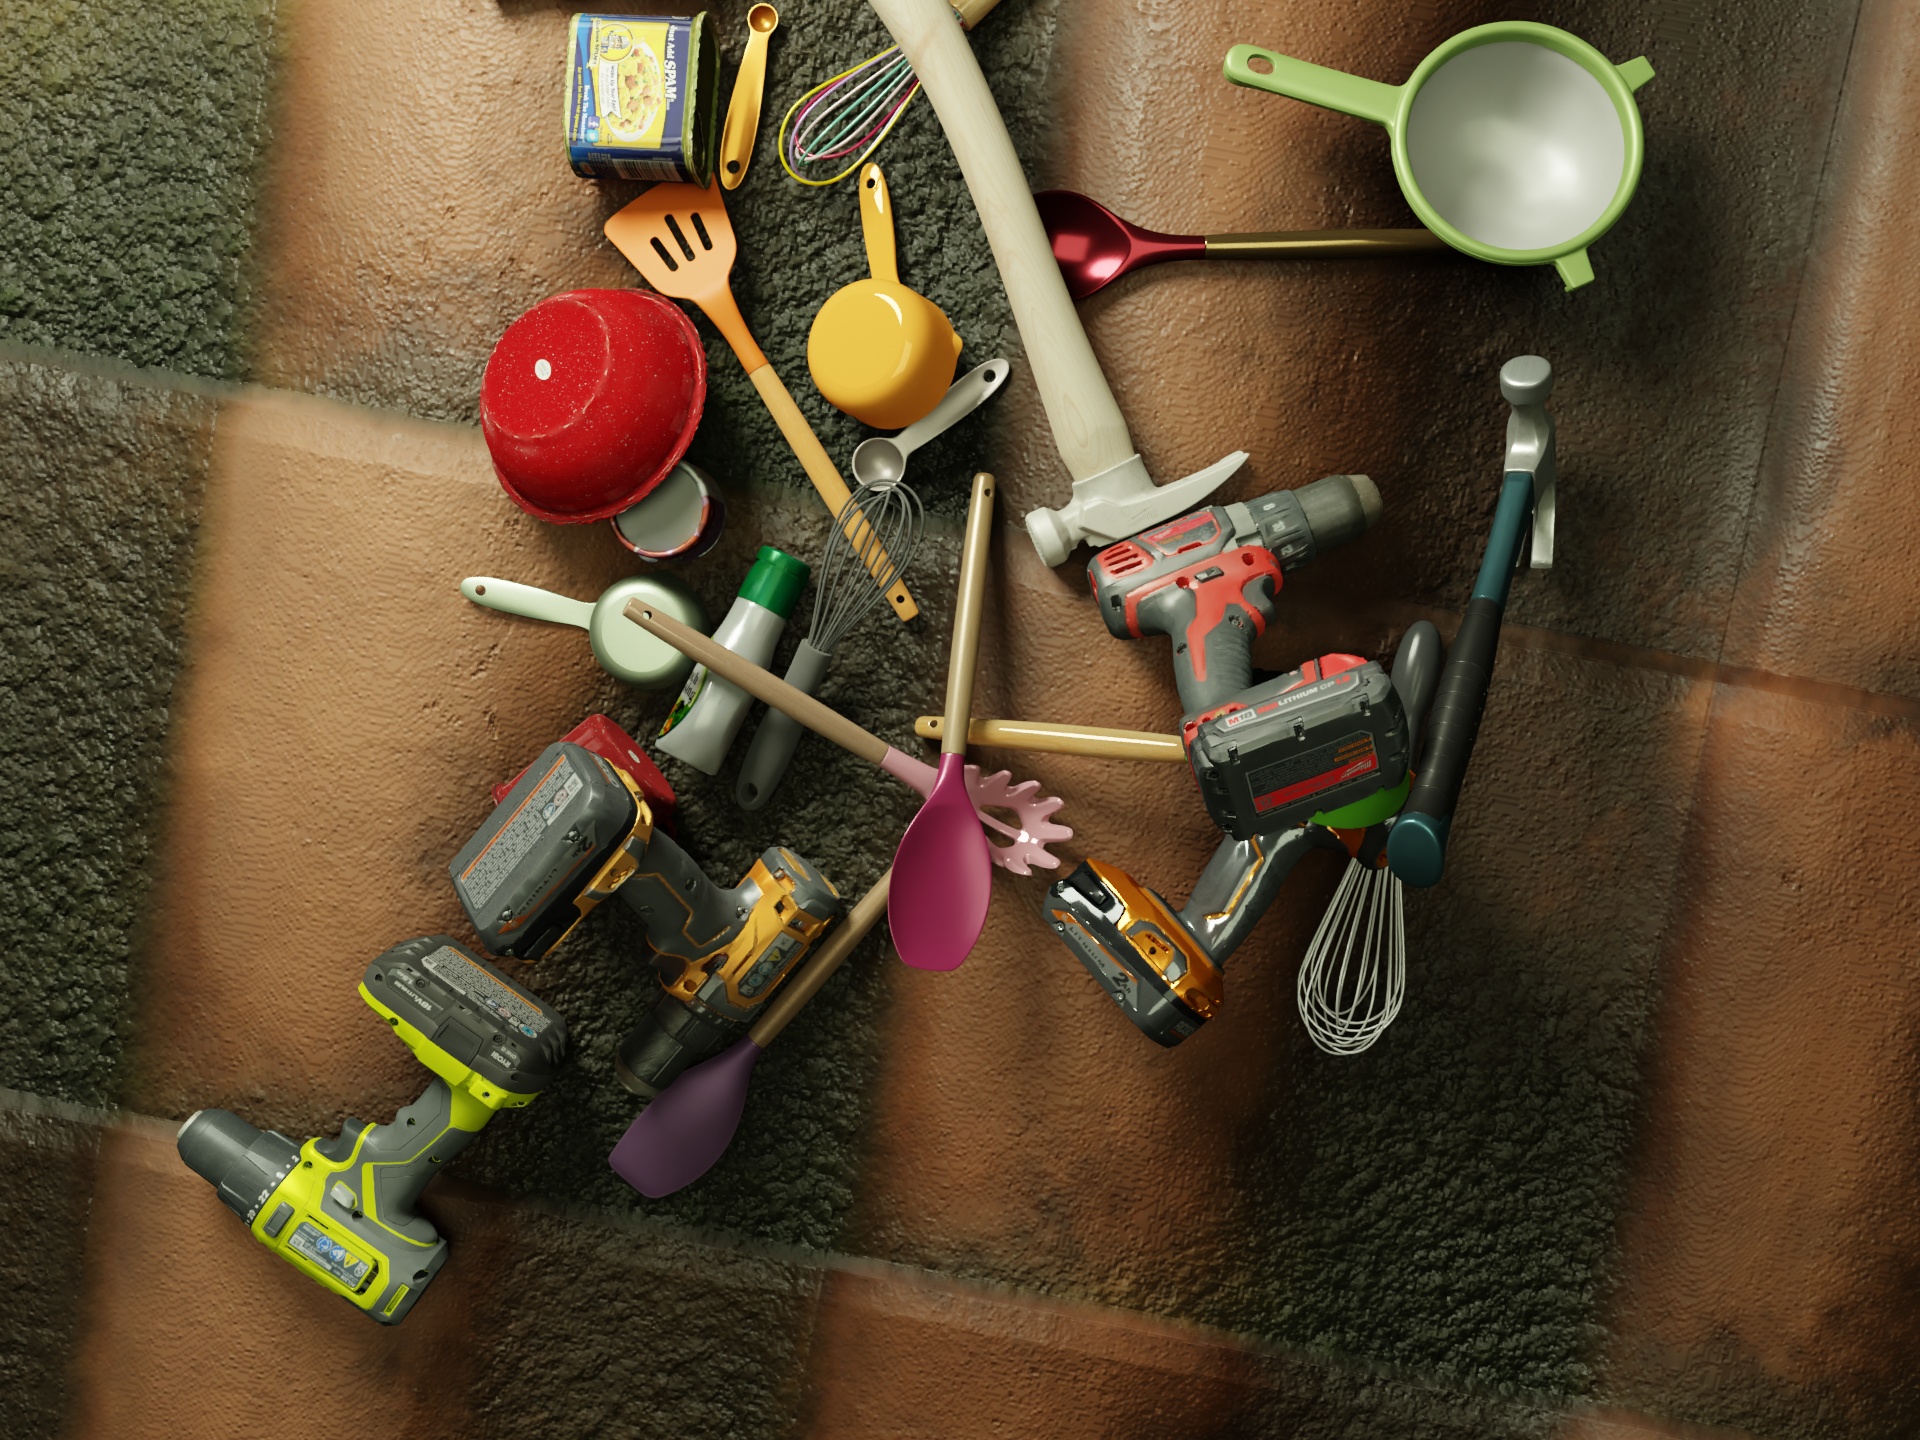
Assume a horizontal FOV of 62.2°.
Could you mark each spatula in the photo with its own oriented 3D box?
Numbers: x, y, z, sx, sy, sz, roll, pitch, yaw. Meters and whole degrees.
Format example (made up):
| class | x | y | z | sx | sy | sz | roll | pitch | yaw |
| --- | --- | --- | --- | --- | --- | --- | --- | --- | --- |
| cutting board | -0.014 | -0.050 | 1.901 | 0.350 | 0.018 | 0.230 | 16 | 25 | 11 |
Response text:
| class | x | y | z | sx | sy | sz | roll | pitch | yaw |
| --- | --- | --- | --- | --- | --- | --- | --- | --- | --- |
| spatula | -0.116 | -0.205 | 1.027 | 0.081 | 0.041 | 0.322 | -31 | 97 | 2 |
| spatula | -0.117 | 0.195 | 1.056 | 0.060 | 0.018 | 0.316 | 40 | 95 | -3 |

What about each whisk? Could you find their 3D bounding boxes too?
| class | x | y | z | sx | sy | sz | roll | pitch | yaw |
| --- | --- | --- | --- | --- | --- | --- | --- | --- | --- |
| whisk | 0.272 | 0.075 | 1.021 | 0.070 | 0.070 | 0.284 | 12 | 89 | 1 |
| whisk | -0.020 | -0.429 | 0.998 | 0.245 | 0.051 | 0.047 | -43 | 86 | 1 |
| whisk | -0.089 | -0.044 | 1.016 | 0.055 | 0.055 | 0.239 | 27 | 106 | 0 |

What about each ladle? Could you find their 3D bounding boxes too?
| class | x | y | z | sx | sy | sz | roll | pitch | yaw |
| --- | --- | --- | --- | --- | --- | --- | --- | --- | --- |
| ladle | 0.181 | -0.302 | 1.008 | 0.315 | 0.031 | 0.069 | -1 | 101 | 0 |

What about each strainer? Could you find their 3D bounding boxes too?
| class | x | y | z | sx | sy | sz | roll | pitch | yaw |
| --- | --- | --- | --- | --- | --- | --- | --- | --- | --- |
| strainer | 0.282 | -0.358 | 0.979 | 0.256 | 0.069 | 0.151 | 18 | 85 | 3 |

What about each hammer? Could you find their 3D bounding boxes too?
| class | x | y | z | sx | sy | sz | roll | pitch | yaw |
| --- | --- | --- | --- | --- | --- | --- | --- | --- | --- |
| hammer | 0.040 | -0.307 | 0.971 | 0.146 | 0.038 | 0.410 | -24 | 104 | 2 |
| hammer | 0.301 | -0.053 | 0.921 | 0.033 | 0.128 | 0.331 | 7 | 56 | 29 |

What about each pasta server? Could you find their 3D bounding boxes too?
| class | x | y | z | sx | sy | sz | roll | pitch | yaw |
| --- | --- | --- | --- | --- | --- | --- | --- | --- | --- |
| pasta server | -0.069 | 0.008 | 0.997 | 0.316 | 0.040 | 0.060 | 31 | 73 | -16 |

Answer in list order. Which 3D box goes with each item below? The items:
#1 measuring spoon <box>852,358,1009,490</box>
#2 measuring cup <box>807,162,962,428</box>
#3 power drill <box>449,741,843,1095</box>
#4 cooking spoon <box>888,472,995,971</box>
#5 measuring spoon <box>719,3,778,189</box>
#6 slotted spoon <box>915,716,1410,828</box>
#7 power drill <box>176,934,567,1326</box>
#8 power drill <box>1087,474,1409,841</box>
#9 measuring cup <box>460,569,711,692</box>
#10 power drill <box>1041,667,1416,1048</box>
| class | x | y | z | sx | sy | sz | roll | pitch | yaw |
| --- | --- | --- | --- | --- | --- | --- | --- | --- | --- |
| measuring spoon | -0.018 | -0.193 | 1.030 | 0.124 | 0.018 | 0.034 | -39 | 97 | -3 |
| measuring cup | -0.057 | -0.272 | 0.995 | 0.095 | 0.052 | 0.174 | -9 | 86 | 24 |
| power drill | -0.201 | 0.132 | 0.976 | 0.185 | 0.084 | 0.226 | -50 | 134 | 3 |
| cooking spoon | -0.002 | -0.003 | 1.000 | 0.068 | 0.017 | 0.319 | 11 | 78 | -23 |
| measuring spoon | -0.136 | -0.399 | 1.020 | 0.021 | 0.011 | 0.117 | 13 | 98 | 1 |
| slotted spoon | 0.115 | 0.018 | 0.980 | 0.314 | 0.031 | 0.070 | 6 | 67 | 23 |
| power drill | -0.385 | 0.257 | 1.040 | 0.190 | 0.080 | 0.228 | 36 | 97 | -1 |
| power drill | 0.190 | -0.054 | 0.945 | 0.188 | 0.227 | 0.080 | -21 | 134 | 4 |
| measuring cup | -0.246 | -0.068 | 1.030 | 0.167 | 0.038 | 0.083 | 13 | 94 | -1 |
| power drill | 0.163 | 0.075 | 0.998 | 0.226 | 0.084 | 0.164 | -44 | 61 | 3 |
